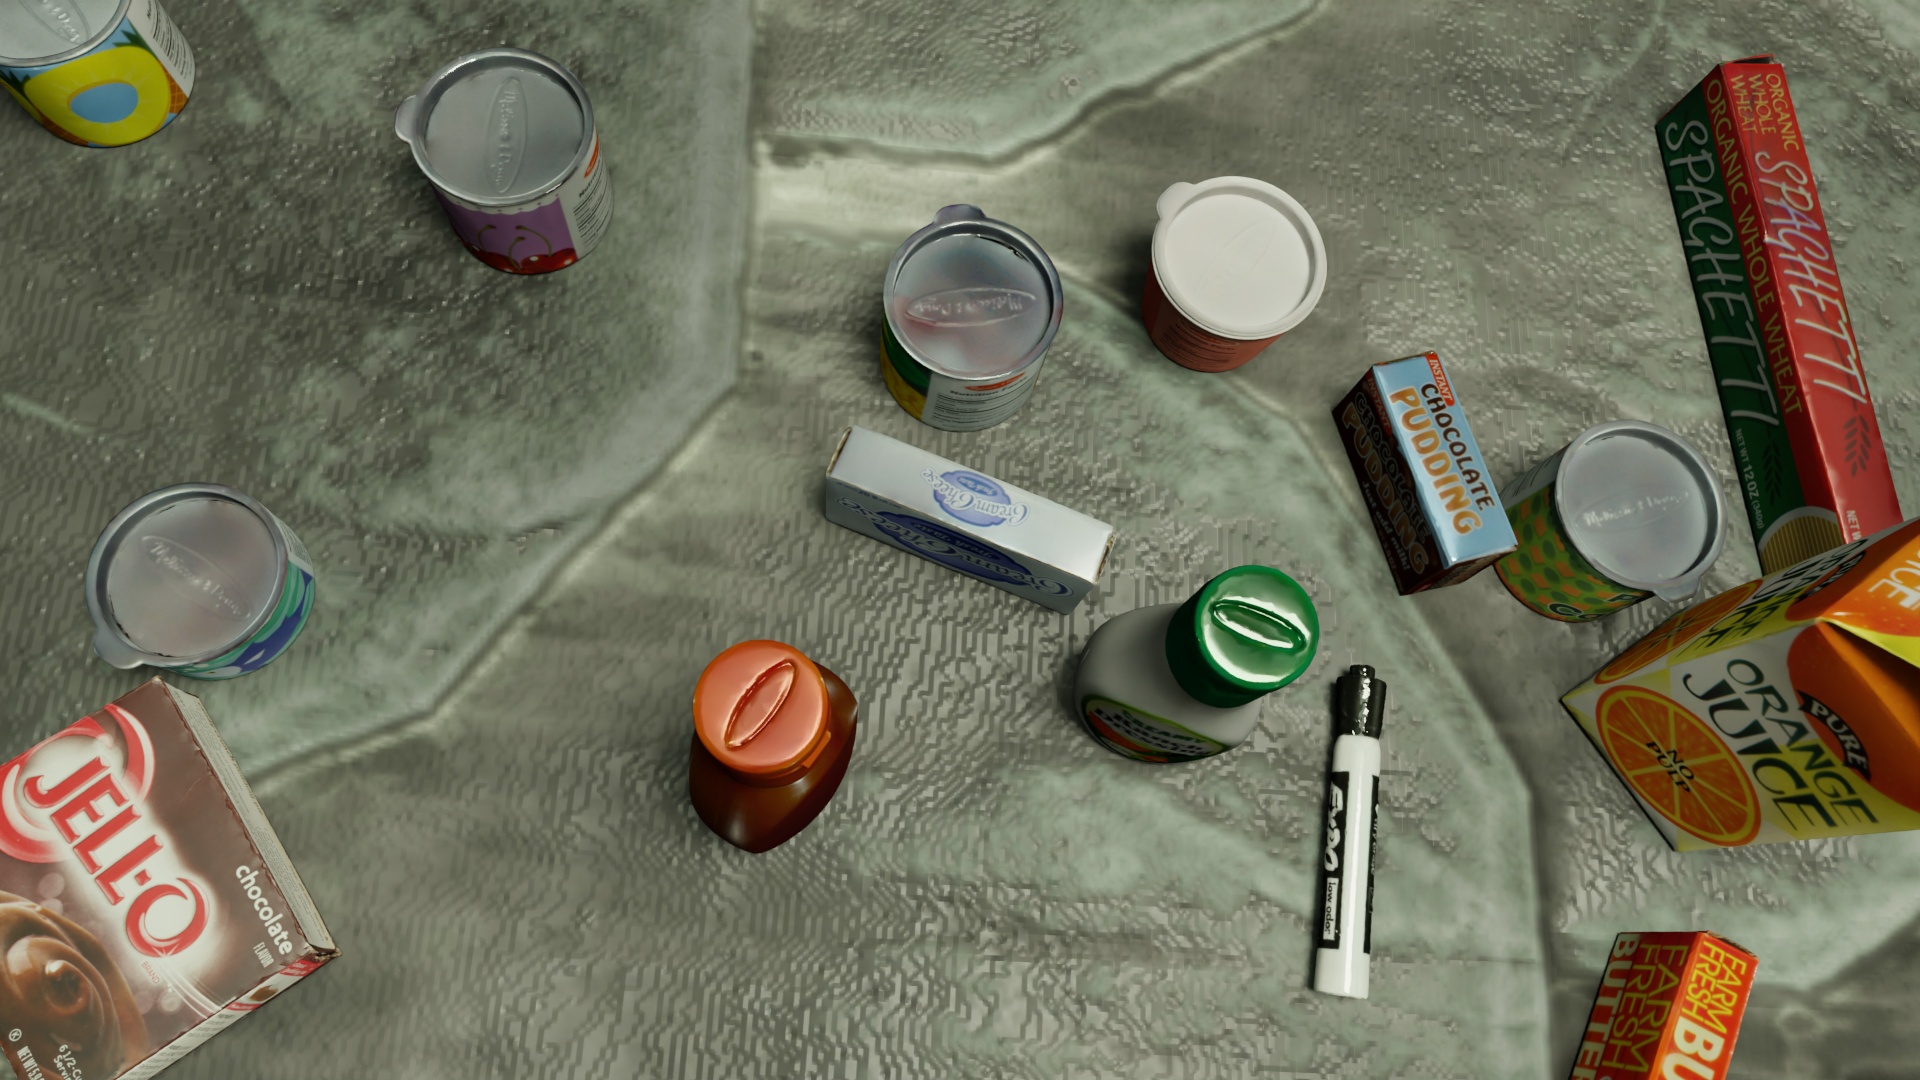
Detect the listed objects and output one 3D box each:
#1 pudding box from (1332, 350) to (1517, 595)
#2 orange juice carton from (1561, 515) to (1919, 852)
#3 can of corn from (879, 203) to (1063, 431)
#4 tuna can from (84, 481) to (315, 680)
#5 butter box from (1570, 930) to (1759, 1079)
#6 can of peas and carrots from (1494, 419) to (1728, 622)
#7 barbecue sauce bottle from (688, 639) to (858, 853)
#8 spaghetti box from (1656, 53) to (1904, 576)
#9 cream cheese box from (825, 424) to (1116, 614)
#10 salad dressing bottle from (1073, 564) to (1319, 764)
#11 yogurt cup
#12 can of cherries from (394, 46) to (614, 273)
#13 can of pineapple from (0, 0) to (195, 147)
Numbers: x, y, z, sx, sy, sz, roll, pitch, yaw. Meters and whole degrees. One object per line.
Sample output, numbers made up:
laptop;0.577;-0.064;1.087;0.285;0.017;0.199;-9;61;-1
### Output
pudding box;0.179;-0.025;0.539;0.030;0.049;0.084;-14;76;-9
orange juice carton;0.291;0.047;0.454;0.072;0.192;0.073;-32;79;-13
can of corn;0.002;-0.084;0.534;0.071;0.058;0.071;2;74;-5
tuna can;-0.268;0.017;0.491;0.071;0.032;0.071;2;74;-5
butter box;0.236;0.186;0.480;0.024;0.053;0.104;28;73;3
can of peas and carrots;0.248;-0.004;0.534;0.071;0.058;0.071;2;74;-5
barbecue sauce bottle;-0.059;0.064;0.437;0.044;0.148;0.065;36;74;5
spaghetti box;0.337;-0.078;0.570;0.029;0.050;0.250;-3;74;-6
cream cheese box;0.002;-0.006;0.514;0.104;0.053;0.024;22;73;1
salad dressing bottle;0.076;0.043;0.457;0.064;0.147;0.044;22;73;1
yogurt cup;0.104;-0.102;0.552;0.072;0.053;0.072;2;74;-5
can of cherries;-0.173;-0.145;0.535;0.071;0.058;0.071;2;74;-5
can of pineapple;-0.341;-0.193;0.532;0.071;0.057;0.071;2;74;-5
